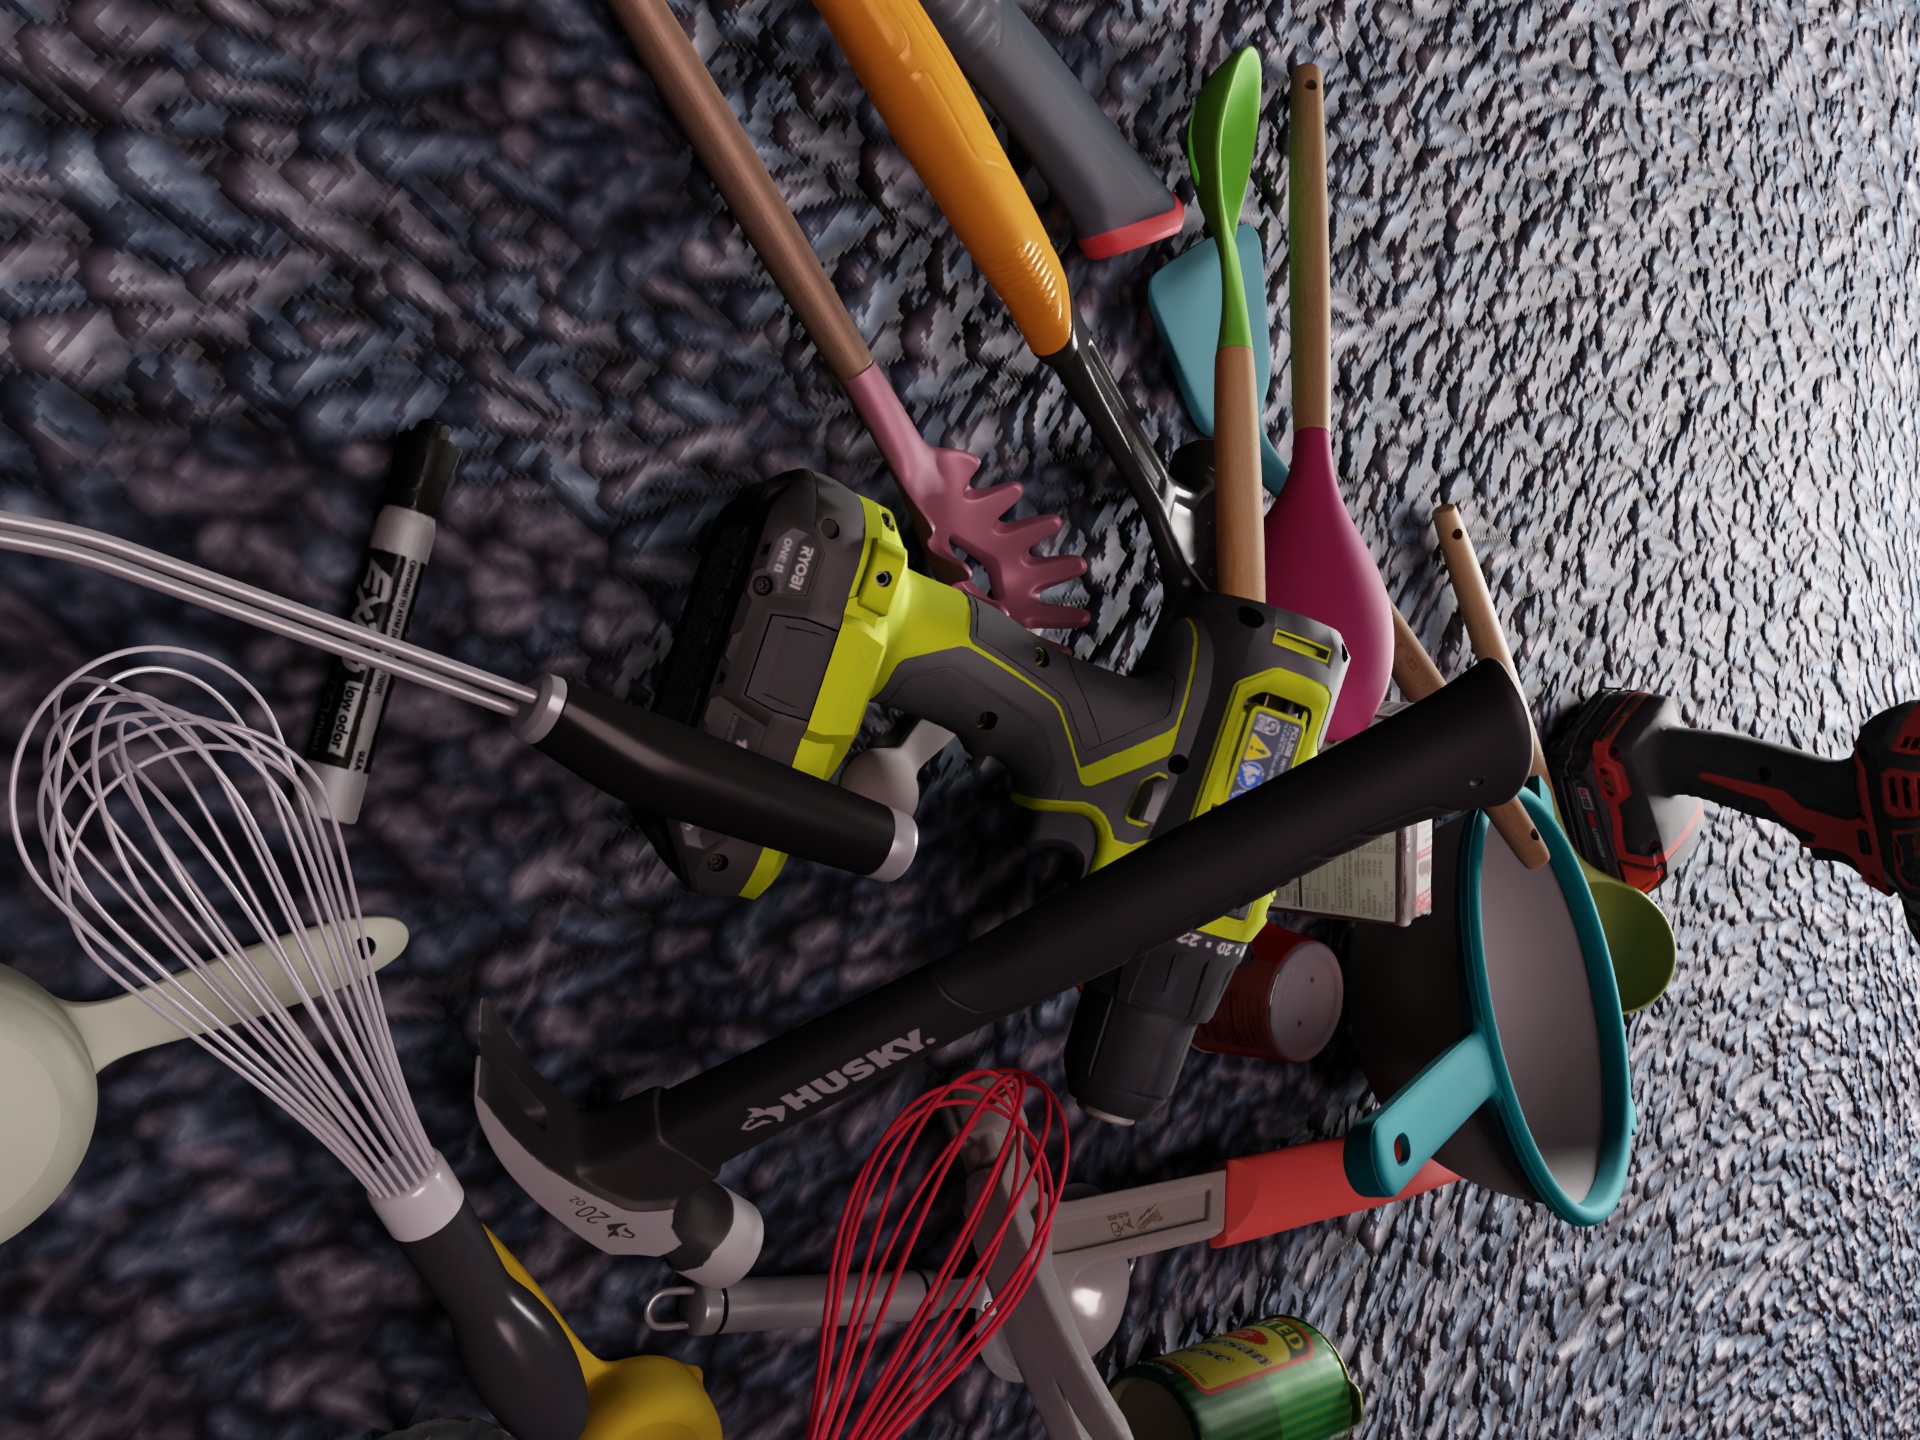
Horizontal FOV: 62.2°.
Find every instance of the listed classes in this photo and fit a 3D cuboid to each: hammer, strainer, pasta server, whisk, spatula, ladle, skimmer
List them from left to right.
[{"bbox_3d":[-0.151,-0.051,0.389,0.363,0.127,0.090,24,63,-34],"label":"skimmer"},{"bbox_3d":[-0.163,0.106,0.435,0.070,0.070,0.284,-38,124,-31],"label":"whisk"},{"bbox_3d":[-0.044,-0.147,0.551,0.316,0.040,0.060,57,42,-27],"label":"pasta server"},{"bbox_3d":[-0.037,0.227,0.501,0.073,0.073,0.296,58,44,-29],"label":"whisk"},{"bbox_3d":[-0.038,-0.307,0.540,0.385,0.038,0.143,37,69,-37],"label":"hammer"},{"bbox_3d":[-0.008,0.226,0.621,0.258,0.050,0.087,13,91,-37],"label":"strainer"},{"bbox_3d":[0.011,0.072,0.475,0.335,0.035,0.146,-29,132,14],"label":"hammer"},{"bbox_3d":[0.018,-0.158,0.562,0.336,0.034,0.127,52,42,-37],"label":"hammer"},{"bbox_3d":[0.143,0.221,0.715,0.358,0.036,0.149,7,50,-46],"label":"hammer"},{"bbox_3d":[0.180,-0.068,0.709,0.082,0.044,0.317,-36,94,-36],"label":"spatula"},{"bbox_3d":[0.215,0.150,0.734,0.340,0.095,0.211,-13,88,-54],"label":"strainer"},{"bbox_3d":[0.318,0.027,0.869,0.078,0.062,0.320,-29,112,-6],"label":"ladle"}]

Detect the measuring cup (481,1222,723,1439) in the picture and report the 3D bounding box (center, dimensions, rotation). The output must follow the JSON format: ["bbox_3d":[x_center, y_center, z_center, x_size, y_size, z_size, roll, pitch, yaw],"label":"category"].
[{"bbox_3d":[-0.131,0.209,0.515,0.062,0.029,0.156,-39,116,-17],"label":"measuring cup"}]

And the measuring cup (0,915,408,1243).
[{"bbox_3d":[-0.222,0.087,0.421,0.167,0.038,0.083,-19,106,-37],"label":"measuring cup"}]

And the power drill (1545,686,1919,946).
[{"bbox_3d":[0.459,0.069,0.879,0.080,0.227,0.187,-43,120,-29],"label":"power drill"}]

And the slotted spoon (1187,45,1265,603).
[{"bbox_3d":[0.111,-0.125,0.642,0.070,0.031,0.314,37,52,-69],"label":"slotted spoon"}]

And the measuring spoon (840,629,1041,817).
[{"bbox_3d":[-0.001,-0.002,0.615,0.124,0.018,0.034,-49,122,-27],"label":"measuring spoon"}]

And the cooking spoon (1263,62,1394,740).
[{"bbox_3d":[0.149,-0.145,0.675,0.068,0.017,0.319,4,72,-3],"label":"cooking spoon"}]

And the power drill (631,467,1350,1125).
[{"bbox_3d":[0.011,0.028,0.543,0.228,0.080,0.190,19,90,-22],"label":"power drill"}]
